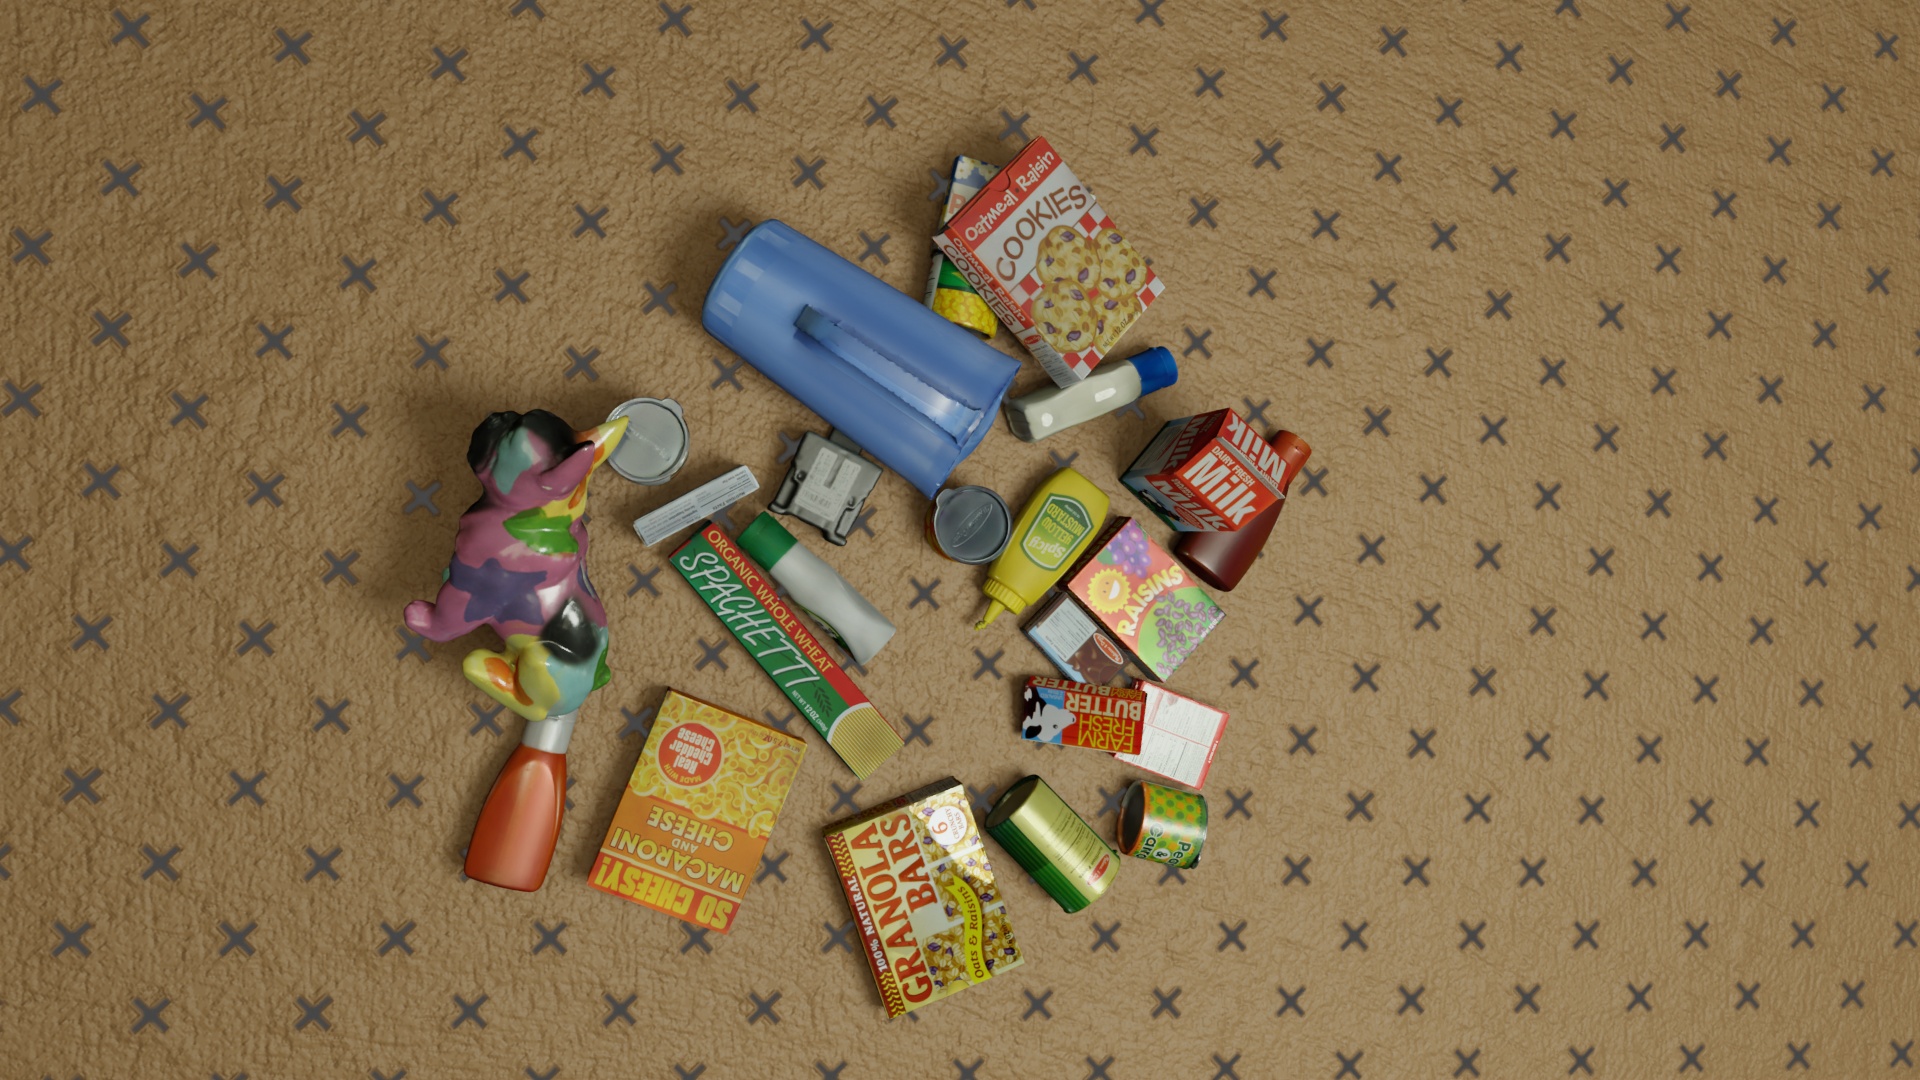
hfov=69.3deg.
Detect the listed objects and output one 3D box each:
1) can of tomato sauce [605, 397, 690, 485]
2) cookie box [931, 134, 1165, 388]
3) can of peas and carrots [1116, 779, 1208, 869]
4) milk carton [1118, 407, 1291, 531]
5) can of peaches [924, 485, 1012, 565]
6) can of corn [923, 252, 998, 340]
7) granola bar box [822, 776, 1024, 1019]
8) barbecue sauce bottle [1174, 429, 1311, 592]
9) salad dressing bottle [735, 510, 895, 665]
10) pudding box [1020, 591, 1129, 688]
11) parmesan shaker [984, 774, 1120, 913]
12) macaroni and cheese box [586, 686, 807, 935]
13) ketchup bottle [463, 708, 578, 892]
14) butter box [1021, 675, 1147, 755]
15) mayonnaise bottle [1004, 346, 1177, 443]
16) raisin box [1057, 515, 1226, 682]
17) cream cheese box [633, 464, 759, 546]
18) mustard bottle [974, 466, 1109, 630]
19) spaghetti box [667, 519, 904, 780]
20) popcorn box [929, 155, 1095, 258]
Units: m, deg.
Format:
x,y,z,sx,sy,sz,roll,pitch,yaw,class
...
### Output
x,y,z,sx,sy,sz,roll,pitch,yaw,class
-0.250,-0.080,1.112,0.071,0.083,0.071,0,90,-11,can of tomato sauce
0.075,-0.229,1.144,0.167,0.040,0.123,48,68,-15,cookie box
0.173,0.246,1.196,0.059,0.071,0.071,15,87,-10,can of peas and carrots
0.205,-0.056,1.145,0.072,0.190,0.073,42,83,-8,milk carton
0.004,-0.015,1.173,0.071,0.058,0.071,0,90,-10,can of peaches
0.005,-0.204,1.171,0.071,0.071,0.058,12,88,-10,can of corn
-0.032,0.300,1.172,0.124,0.039,0.165,-20,93,-10,granola bar box
0.255,-0.030,1.229,0.065,0.043,0.149,40,82,-19,barbecue sauce bottle
-0.120,0.038,1.147,0.147,0.064,0.044,44,85,-5,salad dressing bottle
0.098,0.090,1.204,0.083,0.030,0.050,46,81,-7,pudding box
0.079,0.255,1.182,0.071,0.071,0.103,-45,97,-8,parmesan shaker
-0.215,0.220,1.137,0.124,0.040,0.166,23,85,-10,macaroni and cheese box
-0.345,0.201,1.110,0.065,0.043,0.149,17,86,-11,ketchup bottle
0.106,0.149,1.183,0.103,0.024,0.053,6,110,11,butter box
0.115,-0.127,1.196,0.148,0.065,0.041,-22,102,-14,mayonnaise bottle
0.158,0.051,1.212,0.123,0.040,0.086,45,83,-8,raisin box
-0.216,-0.029,1.133,0.104,0.053,0.024,-29,97,-10,cream cheese box
0.063,0.014,1.189,0.065,0.049,0.160,36,83,-7,mustard bottle
-0.145,0.092,1.158,0.050,0.028,0.250,-41,97,-9,spaghetti box
0.045,-0.270,1.194,0.127,0.038,0.085,14,86,-10,popcorn box
